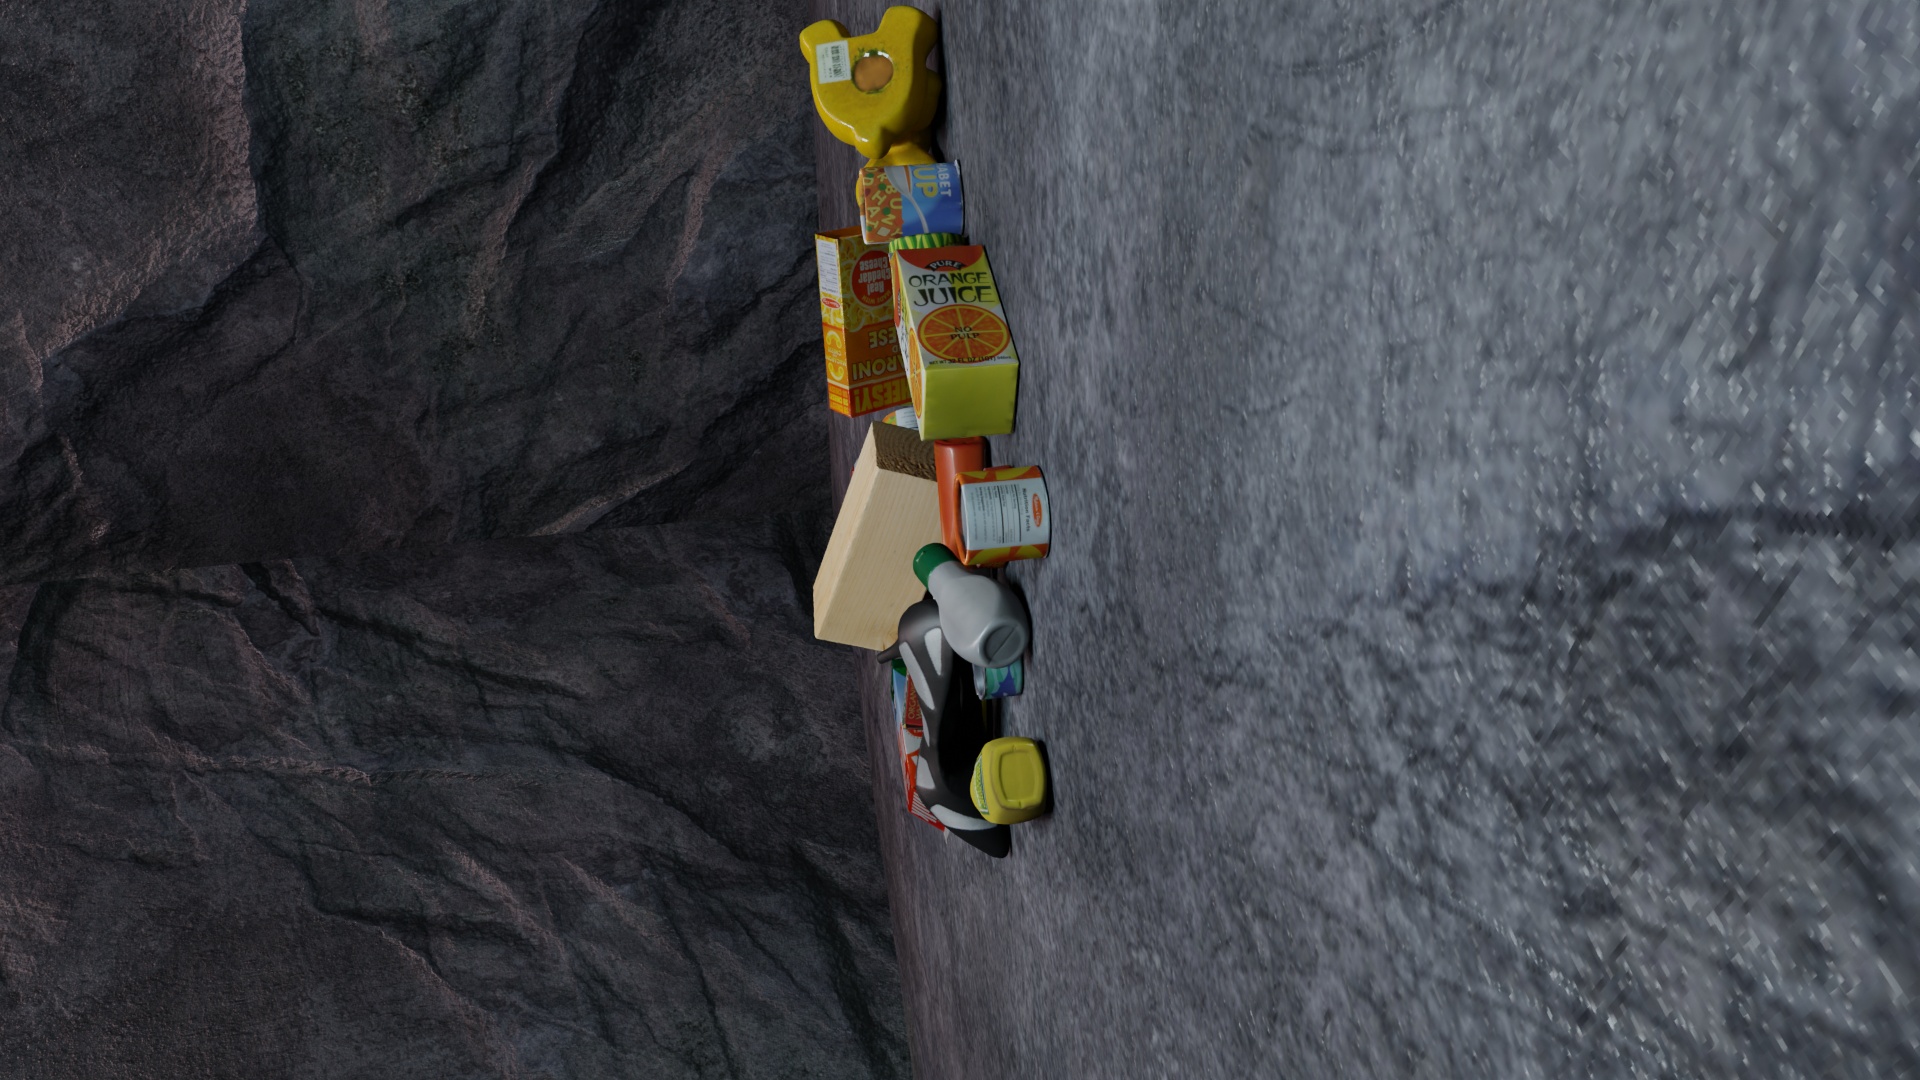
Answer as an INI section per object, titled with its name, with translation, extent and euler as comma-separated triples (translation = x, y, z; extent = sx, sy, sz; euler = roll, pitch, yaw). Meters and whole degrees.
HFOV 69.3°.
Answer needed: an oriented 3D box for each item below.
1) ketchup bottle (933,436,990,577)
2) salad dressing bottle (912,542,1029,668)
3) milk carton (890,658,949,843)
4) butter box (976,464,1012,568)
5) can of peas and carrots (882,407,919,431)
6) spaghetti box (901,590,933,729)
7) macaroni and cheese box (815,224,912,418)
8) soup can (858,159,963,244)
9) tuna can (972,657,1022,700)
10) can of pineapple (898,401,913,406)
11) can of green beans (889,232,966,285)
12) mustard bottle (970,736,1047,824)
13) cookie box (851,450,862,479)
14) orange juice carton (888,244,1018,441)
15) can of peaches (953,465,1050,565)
[ketchup bottle]
translation = 0.004, -0.015, 1.197
extent = 0.065, 0.043, 0.148
euler = -134, 39, -75
[salad dressing bottle]
translation = 0.004, 0.047, 1.107
extent = 0.064, 0.044, 0.148
euler = -54, 34, 8
[milk carton]
translation = -0.027, 0.222, 1.485
extent = 0.072, 0.073, 0.191
euler = 98, 164, -58
[butter box]
translation = 0.027, -0.017, 1.101
extent = 0.103, 0.024, 0.053
euler = 108, 156, -70
[can of peas and carrots]
translation = -0.046, -0.096, 1.416
extent = 0.070, 0.071, 0.059
euler = 107, 157, -71
[spaghetti box]
translation = -0.035, 0.070, 1.423
extent = 0.050, 0.029, 0.250
euler = 120, 155, -78
[macaroni and cheese box]
translation = -0.067, -0.210, 1.288
extent = 0.040, 0.124, 0.165
euler = 26, 126, 47
[soup can]
translation = -0.043, -0.293, 1.198
extent = 0.071, 0.084, 0.071
euler = 177, 88, -82
[tuna can]
translation = 0.029, 0.098, 1.136
extent = 0.071, 0.033, 0.071
euler = 177, 87, -82
[can of pineapple]
translation = -0.046, -0.171, 1.402
extent = 0.071, 0.058, 0.071
euler = 177, 88, -82
[can of green beans]
translation = -0.026, -0.228, 1.184
extent = 0.071, 0.071, 0.057
euler = -170, 75, -82
[mustard bottle]
translation = 0.035, 0.196, 1.104
extent = 0.159, 0.049, 0.065
euler = 111, 154, -72
[cookie box]
translation = -0.088, -0.040, 1.516
extent = 0.167, 0.040, 0.123
euler = 132, 138, -72
[orange juice carton]
translation = -0.009, -0.169, 1.081
extent = 0.072, 0.072, 0.193
euler = 94, 168, -46
[can of peaches]
translation = 0.027, -0.017, 0.973
extent = 0.071, 0.058, 0.071
euler = 177, 88, -82
